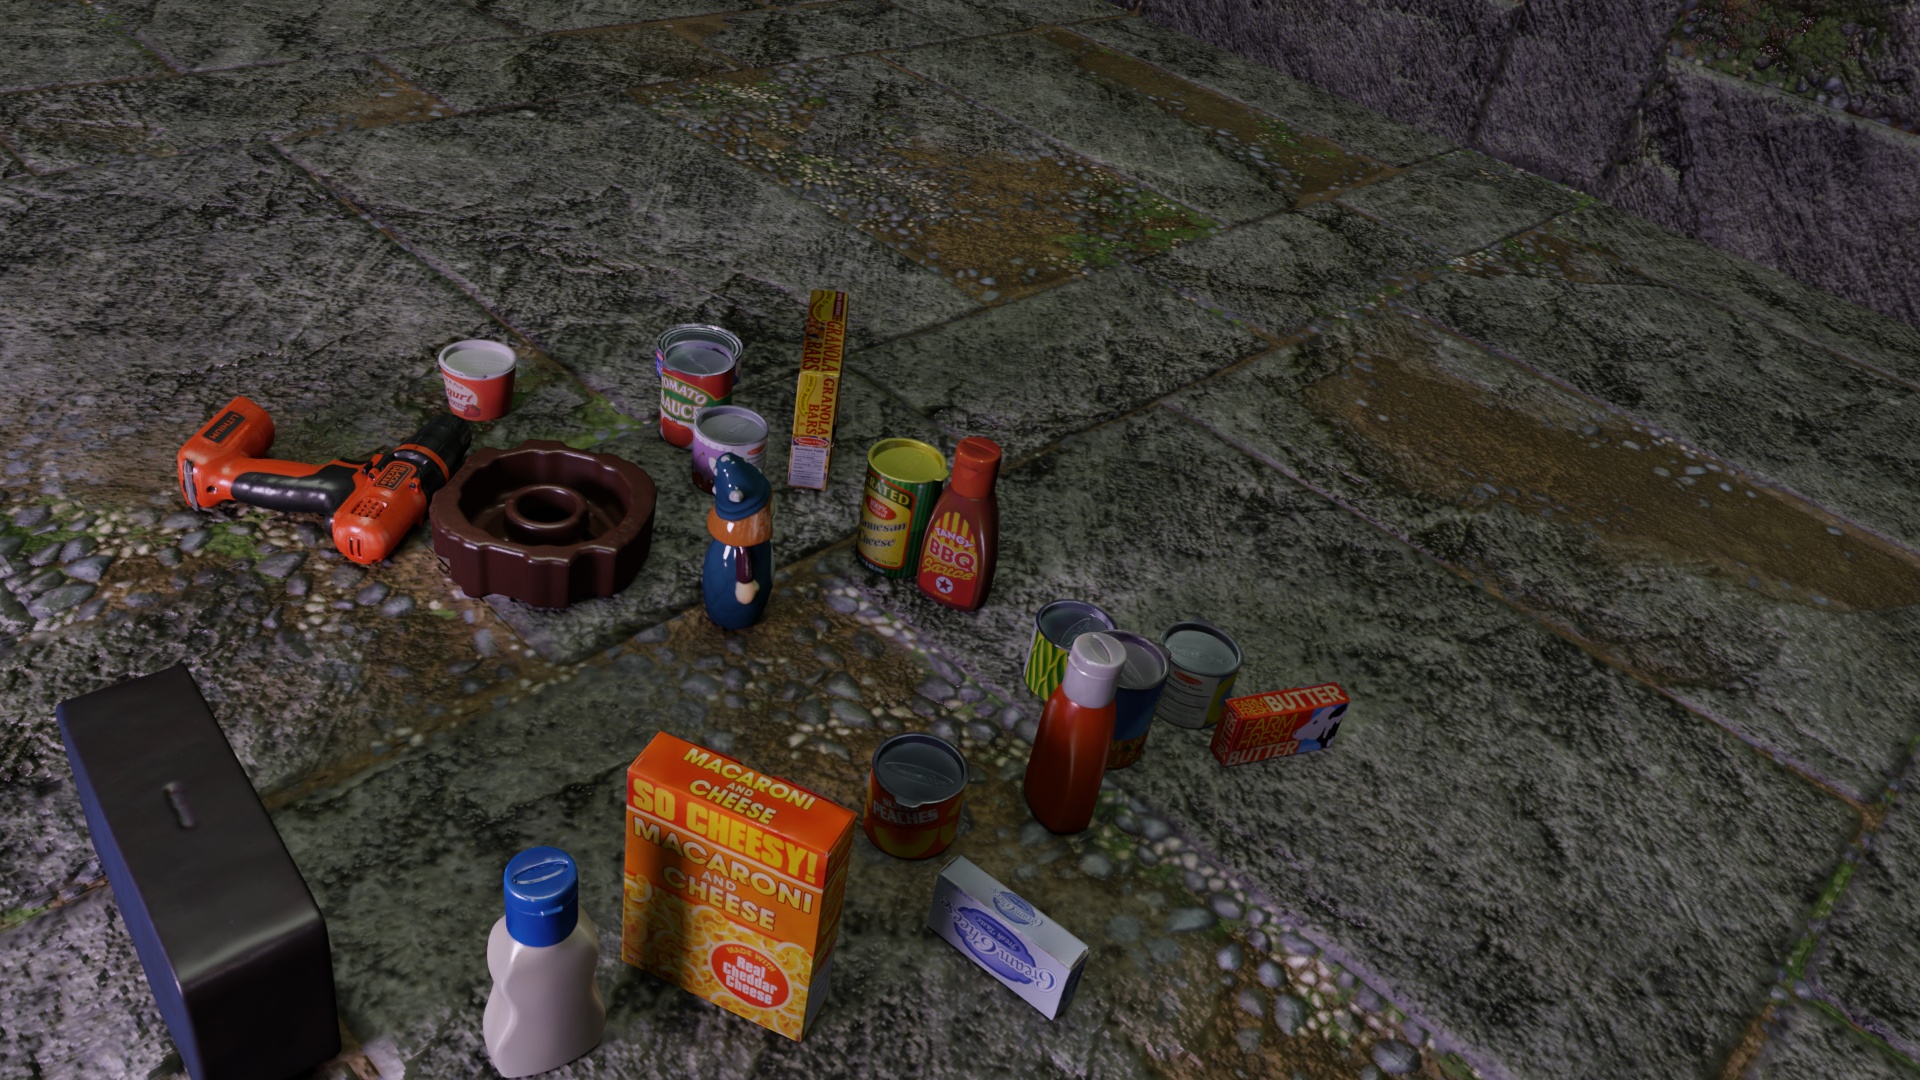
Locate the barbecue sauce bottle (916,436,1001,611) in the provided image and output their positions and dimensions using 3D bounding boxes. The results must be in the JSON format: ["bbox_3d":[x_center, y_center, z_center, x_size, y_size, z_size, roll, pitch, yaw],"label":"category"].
[{"bbox_3d":[0.004,-0.014,1.140,0.065,0.147,0.044,24,37,18],"label":"barbecue sauce bottle"}]

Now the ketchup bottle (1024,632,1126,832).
[{"bbox_3d":[0.080,0.131,0.960,0.043,0.148,0.065,-4,38,-21],"label":"ketchup bottle"}]

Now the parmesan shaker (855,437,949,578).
[{"bbox_3d":[-0.050,-0.025,1.180,0.071,0.102,0.072,7,35,-5],"label":"parmesan shaker"}]

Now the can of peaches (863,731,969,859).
[{"bbox_3d":[-0.032,0.175,0.945,0.071,0.057,0.071,7,35,-5],"label":"can of peaches"}]

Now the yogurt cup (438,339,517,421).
[{"bbox_3d":[-0.444,-0.147,1.281,0.072,0.053,0.073,7,35,-5],"label":"yogurt cup"}]

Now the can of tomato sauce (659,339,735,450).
[{"bbox_3d":[-0.247,-0.135,1.294,0.071,0.082,0.071,7,35,-5],"label":"can of tomato sauce"}]

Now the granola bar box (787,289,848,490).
[{"bbox_3d":[-0.132,-0.143,1.302,0.039,0.123,0.166,7,35,-6],"label":"granola bar box"}]

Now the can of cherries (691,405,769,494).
[{"bbox_3d":[-0.210,-0.081,1.252,0.071,0.058,0.072,7,35,-5],"label":"can of cherries"}]

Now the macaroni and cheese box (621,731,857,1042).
[{"bbox_3d":[-0.130,0.199,0.793,0.124,0.165,0.040,20,36,12],"label":"macaroni and cheese box"}]

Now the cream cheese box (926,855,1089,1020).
[{"bbox_3d":[0.028,0.247,0.866,0.104,0.053,0.024,31,40,25],"label":"cream cheese box"}]

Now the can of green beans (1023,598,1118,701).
[{"bbox_3d":[0.087,0.089,1.097,0.071,0.057,0.071,7,35,-5],"label":"can of green beans"}]

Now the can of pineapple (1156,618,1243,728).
[{"bbox_3d":[0.185,0.105,1.102,0.071,0.057,0.071,7,35,-5],"label":"can of pineapple"}]

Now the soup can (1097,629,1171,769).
[{"bbox_3d":[0.117,0.119,1.042,0.071,0.083,0.072,7,35,-5],"label":"soup can"}]

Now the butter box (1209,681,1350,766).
[{"bbox_3d":[0.247,0.142,1.072,0.104,0.052,0.024,-5,38,-22],"label":"butter box"}]

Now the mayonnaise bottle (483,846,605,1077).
[{"bbox_3d":[-0.223,0.226,0.745,0.065,0.147,0.041,-12,41,-29],"label":"mayonnaise bottle"}]
